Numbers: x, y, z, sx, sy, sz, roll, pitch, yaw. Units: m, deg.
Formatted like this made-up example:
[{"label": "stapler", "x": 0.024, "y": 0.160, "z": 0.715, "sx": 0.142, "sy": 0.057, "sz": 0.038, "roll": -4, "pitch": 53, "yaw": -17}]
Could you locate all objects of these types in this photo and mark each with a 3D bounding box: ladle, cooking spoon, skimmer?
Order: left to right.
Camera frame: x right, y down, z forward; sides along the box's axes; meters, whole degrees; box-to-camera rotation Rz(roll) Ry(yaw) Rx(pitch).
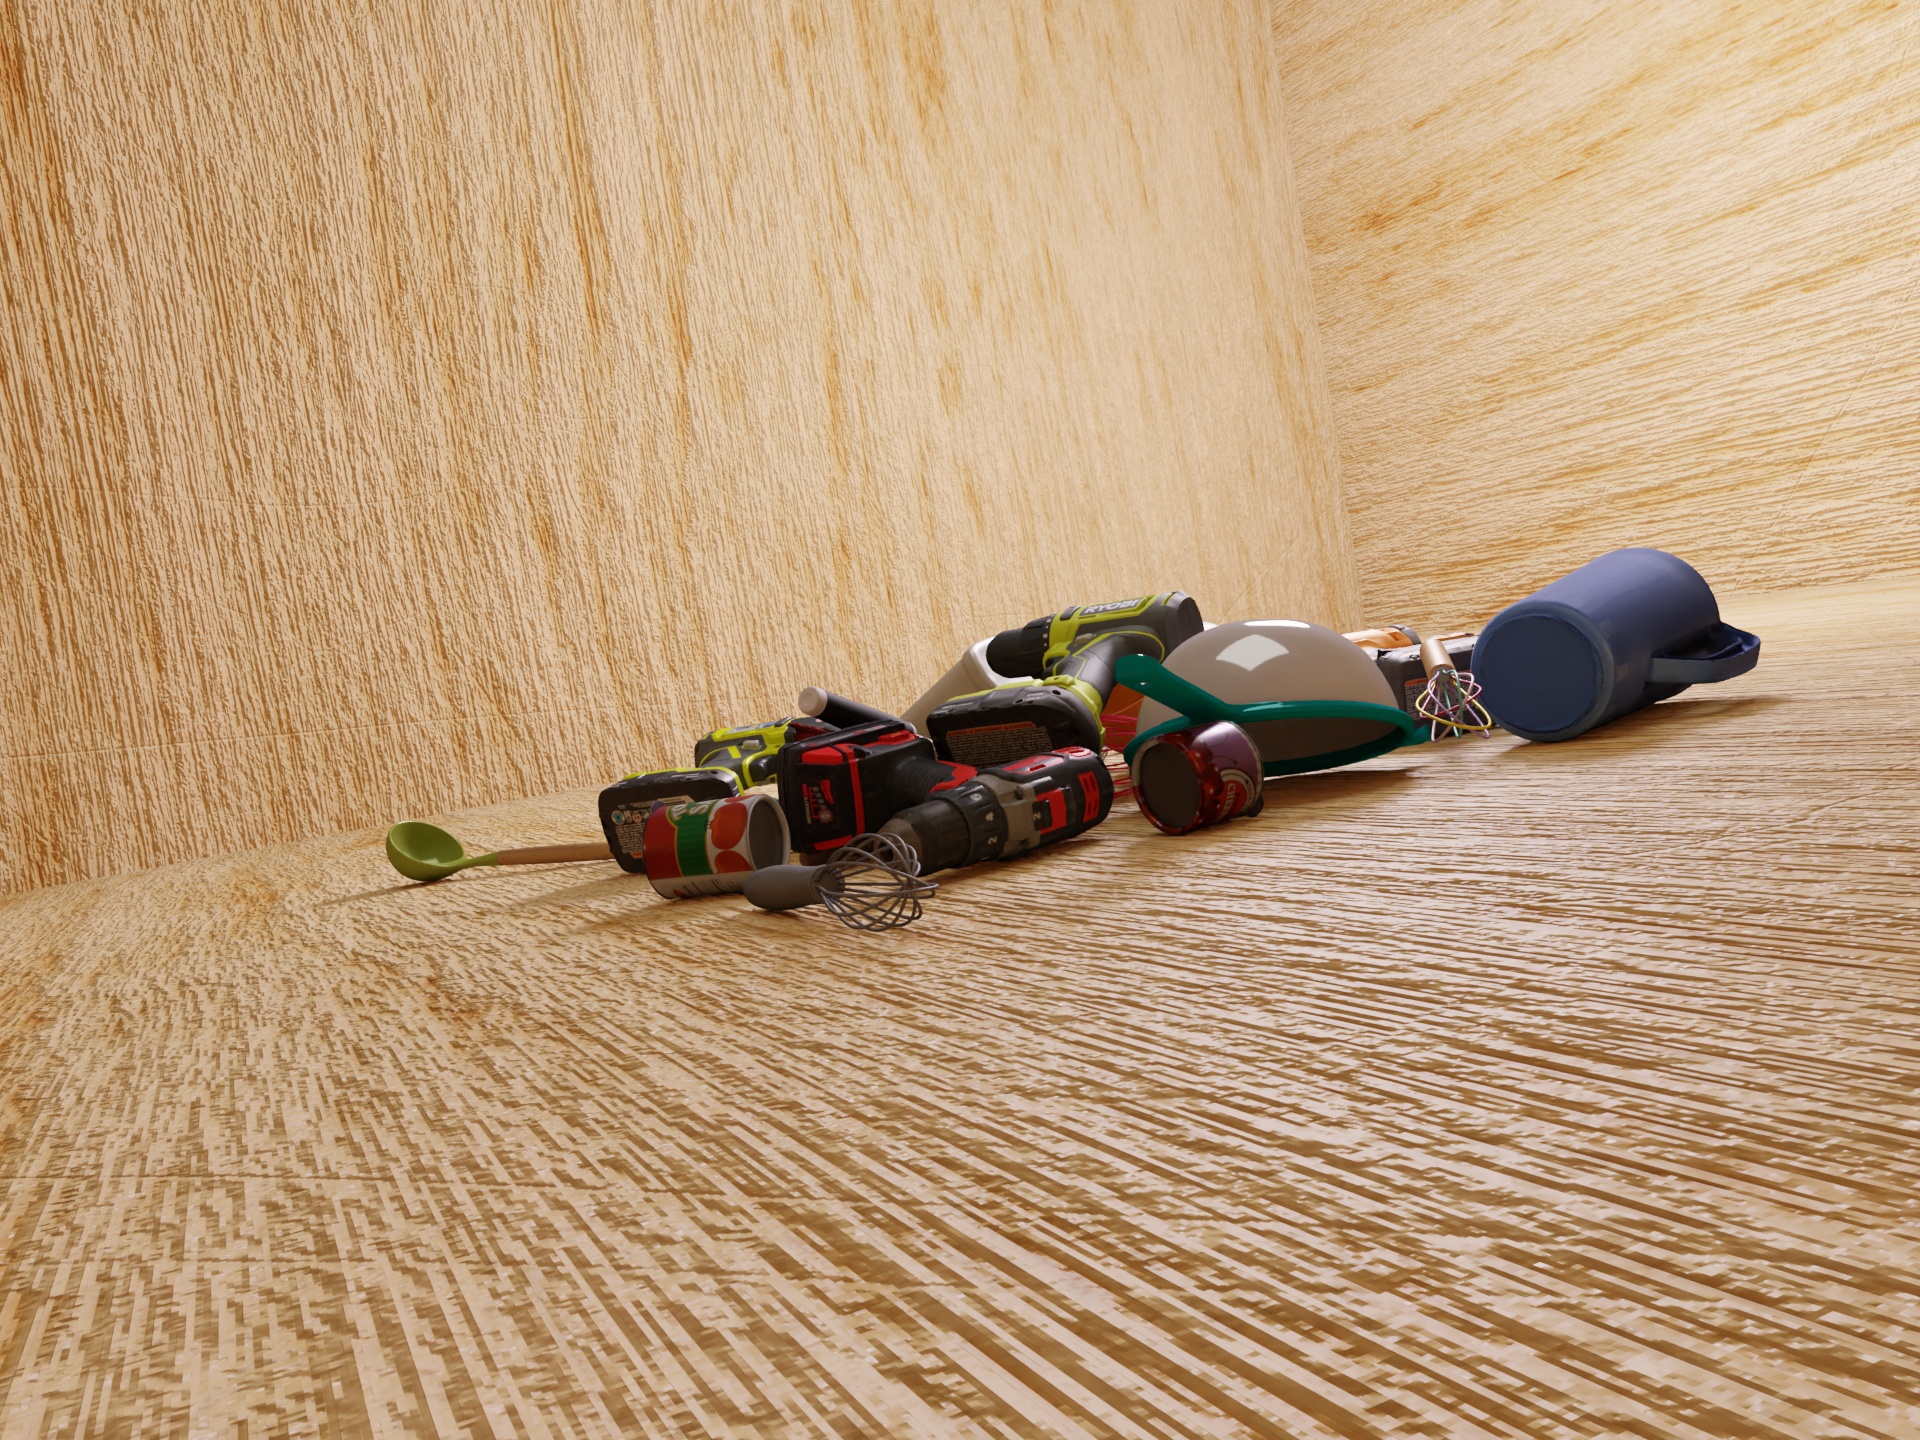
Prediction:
[{"label": "ladle", "x": -0.427, "y": 0.120, "z": 1.546, "sx": 0.320, "sy": 0.062, "sz": 0.078, "roll": -6, "pitch": 4, "yaw": 26}, {"label": "cooking spoon", "x": -0.003, "y": 0.077, "z": 1.274, "sx": 0.318, "sy": 0.017, "sz": 0.068, "roll": -12, "pitch": -14, "yaw": -44}, {"label": "skimmer", "x": -0.002, "y": -0.004, "z": 1.355, "sx": 0.127, "sy": 0.090, "sz": 0.363, "roll": 15, "pitch": -3, "yaw": 39}]

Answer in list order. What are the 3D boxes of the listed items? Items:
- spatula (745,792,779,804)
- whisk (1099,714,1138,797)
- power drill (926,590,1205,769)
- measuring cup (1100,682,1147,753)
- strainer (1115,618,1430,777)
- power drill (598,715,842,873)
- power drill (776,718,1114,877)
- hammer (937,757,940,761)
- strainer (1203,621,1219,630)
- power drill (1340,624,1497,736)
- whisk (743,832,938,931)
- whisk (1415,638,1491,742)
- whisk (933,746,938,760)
[{"label": "spatula", "x": -0.214, "y": 0.072, "z": 1.613, "sx": 0.082, "sy": 0.044, "sz": 0.317, "roll": -3, "pitch": -6, "yaw": 28}, {"label": "whisk", "x": 0.199, "y": 0.024, "z": 1.320, "sx": 0.295, "sy": 0.073, "sz": 0.073, "roll": -5, "pitch": 1, "yaw": -17}, {"label": "power drill", "x": 0.069, "y": -0.027, "z": 1.259, "sx": 0.190, "sy": 0.080, "sz": 0.228, "roll": -7, "pitch": 24, "yaw": 34}, {"label": "measuring cup", "x": 0.123, "y": 0.016, "z": 1.365, "sx": 0.173, "sy": 0.052, "sz": 0.095, "roll": -43, "pitch": 24, "yaw": -10}, {"label": "strainer", "x": 0.189, "y": -0.034, "z": 1.120, "sx": 0.211, "sy": 0.095, "sz": 0.340, "roll": -11, "pitch": -17, "yaw": 30}, {"label": "power drill", "x": -0.197, "y": 0.053, "z": 1.398, "sx": 0.171, "sy": 0.080, "sz": 0.223, "roll": -9, "pitch": 14, "yaw": 27}, {"label": "power drill", "x": -0.033, "y": 0.057, "z": 1.087, "sx": 0.188, "sy": 0.080, "sz": 0.227, "roll": -16, "pitch": 14, "yaw": -42}, {"label": "hammer", "x": 0.130, "y": 0.027, "z": 1.587, "sx": 0.409, "sy": 0.036, "sz": 0.149, "roll": -4, "pitch": 7, "yaw": 42}, {"label": "strainer", "x": 0.201, "y": -0.052, "z": 1.558, "sx": 0.151, "sy": 0.069, "sz": 0.256, "roll": -30, "pitch": -3, "yaw": -2}, {"label": "power drill", "x": 0.367, "y": -0.037, "z": 1.444, "sx": 0.185, "sy": 0.084, "sz": 0.226, "roll": -10, "pitch": 11, "yaw": -12}, {"label": "whisk", "x": -0.080, "y": 0.095, "z": 0.909, "sx": 0.055, "sy": 0.055, "sz": 0.239, "roll": -11, "pitch": -2, "yaw": -28}, {"label": "whisk", "x": 0.366, "y": -0.030, "z": 1.210, "sx": 0.047, "sy": 0.051, "sz": 0.245, "roll": -16, "pitch": 11, "yaw": 15}, {"label": "whisk", "x": -0.071, "y": 0.070, "z": 1.401, "sx": 0.059, "sy": 0.058, "sz": 0.246, "roll": -2, "pitch": 11, "yaw": 35}]
